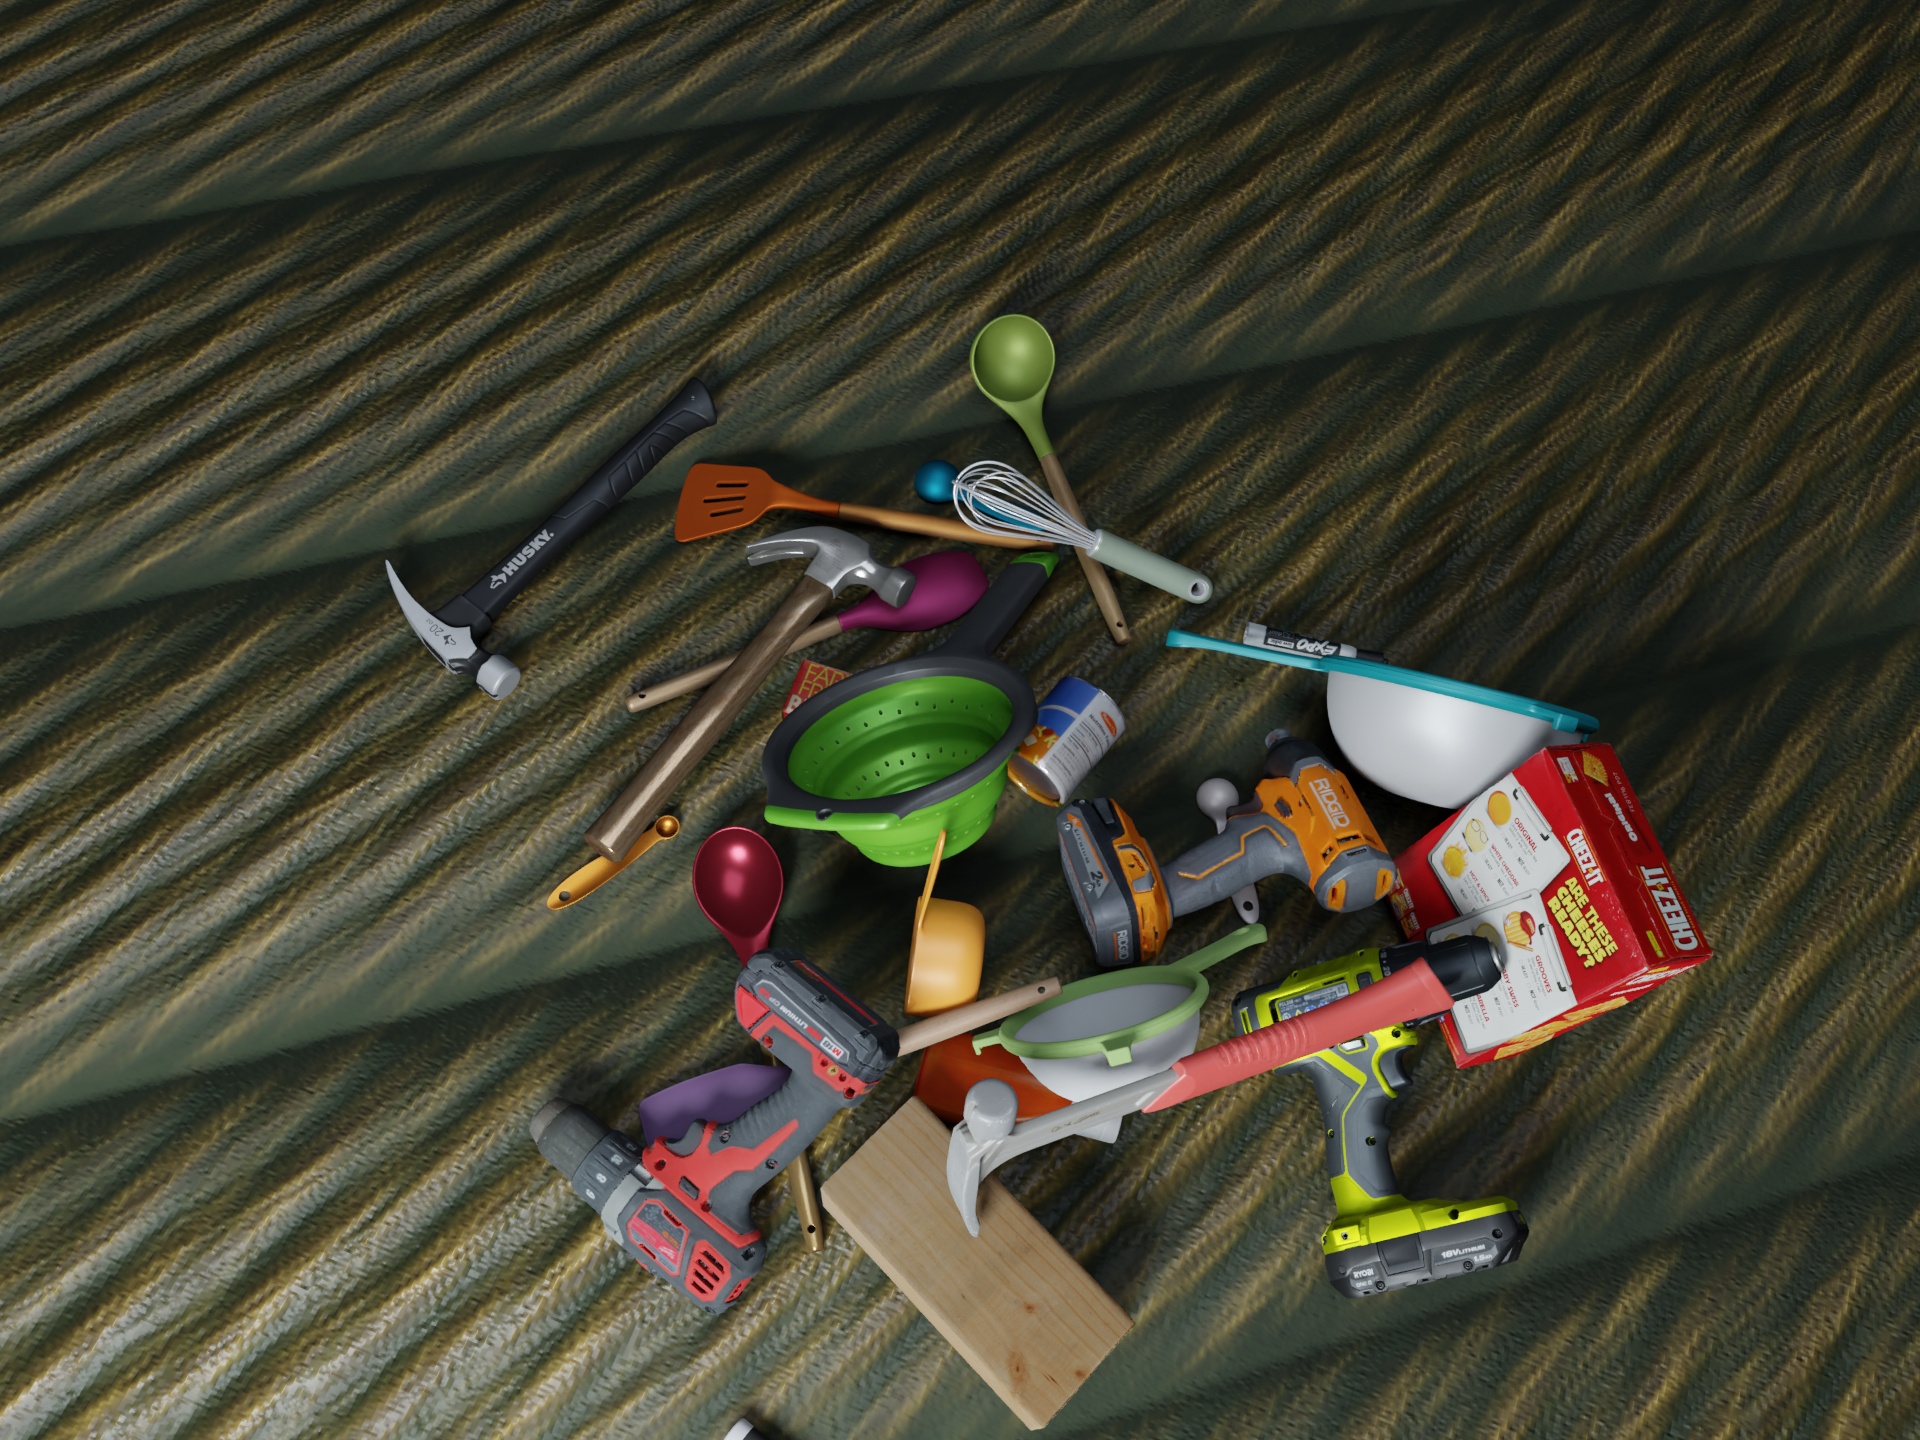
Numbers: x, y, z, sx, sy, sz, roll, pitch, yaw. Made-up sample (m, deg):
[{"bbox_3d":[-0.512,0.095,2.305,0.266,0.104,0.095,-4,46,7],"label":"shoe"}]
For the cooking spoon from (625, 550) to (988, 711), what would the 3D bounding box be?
[{"bbox_3d":[-0.124,-0.071,1.310,0.319,0.017,0.069,-23,66,-14],"label":"cooking spoon"}]

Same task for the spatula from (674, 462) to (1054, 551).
[{"bbox_3d":[-0.080,-0.171,1.360,0.322,0.041,0.081,9,63,-4],"label":"spatula"}]

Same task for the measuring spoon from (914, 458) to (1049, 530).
[{"bbox_3d":[0.019,-0.195,1.370,0.129,0.021,0.042,24,63,14],"label":"measuring spoon"}]

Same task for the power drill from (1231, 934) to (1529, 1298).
[{"bbox_3d":[0.310,0.270,1.113,0.190,0.080,0.229,-22,66,21],"label":"power drill"}]

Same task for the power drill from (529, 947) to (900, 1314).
[{"bbox_3d":[-0.171,0.263,1.089,0.188,0.080,0.226,36,90,12],"label":"power drill"}]

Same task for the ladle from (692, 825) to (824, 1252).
[{"bbox_3d":[-0.139,0.228,1.163,0.069,0.031,0.316,-15,68,-1],"label":"ladle"}]

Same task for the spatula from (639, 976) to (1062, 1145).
[{"bbox_3d":[-0.077,0.243,1.126,0.316,0.018,0.060,-21,74,3],"label":"spatula"}]

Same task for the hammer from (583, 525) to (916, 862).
[{"bbox_3d":[-0.180,-0.026,1.253,0.130,0.031,0.331,31,67,15],"label":"hammer"}]

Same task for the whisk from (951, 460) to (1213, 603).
[{"bbox_3d":[0.103,-0.150,1.316,0.246,0.059,0.058,22,101,-17],"label":"whisk"}]

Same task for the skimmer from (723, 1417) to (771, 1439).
[{"bbox_3d":[-0.016,0.570,0.975,0.363,0.090,0.127,36,99,15],"label":"skimmer"}]

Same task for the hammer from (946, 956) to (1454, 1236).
[{"bbox_3d":[0.161,0.232,1.034,0.359,0.149,0.037,-15,50,-18],"label":"hammer"}]

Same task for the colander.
[{"bbox_3d":[-0.002,-0.004,1.229,0.204,0.094,0.397,2,34,28],"label":"colander"}]

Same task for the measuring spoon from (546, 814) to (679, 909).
[{"bbox_3d":[-0.266,0.111,1.221,0.117,0.011,0.021,-34,72,-14],"label":"measuring spoon"}]

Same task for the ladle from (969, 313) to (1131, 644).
[{"bbox_3d":[0.086,-0.211,1.372,0.078,0.062,0.320,-17,70,-10],"label":"ladle"}]

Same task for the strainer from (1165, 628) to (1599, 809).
[{"bbox_3d":[0.315,0.003,1.252,0.340,0.211,0.095,14,93,24],"label":"strainer"}]

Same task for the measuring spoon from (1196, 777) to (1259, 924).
[{"bbox_3d":[0.215,0.100,1.253,0.034,0.018,0.124,-8,65,-8],"label":"measuring spoon"}]

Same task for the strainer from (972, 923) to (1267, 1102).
[{"bbox_3d":[0.144,0.216,1.145,0.256,0.151,0.069,-18,96,-41],"label":"strainer"}]

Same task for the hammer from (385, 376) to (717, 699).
[{"bbox_3d":[-0.327,-0.175,1.336,0.146,0.035,0.335,36,67,12],"label":"hammer"}]

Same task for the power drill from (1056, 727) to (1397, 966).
[{"bbox_3d":[0.192,0.088,1.203,0.226,0.084,0.164,-14,47,-4],"label":"power drill"}]

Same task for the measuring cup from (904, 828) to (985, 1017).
[{"bbox_3d":[-0.004,0.143,1.137,0.052,0.173,0.095,9,40,-4],"label":"measuring cup"}]
